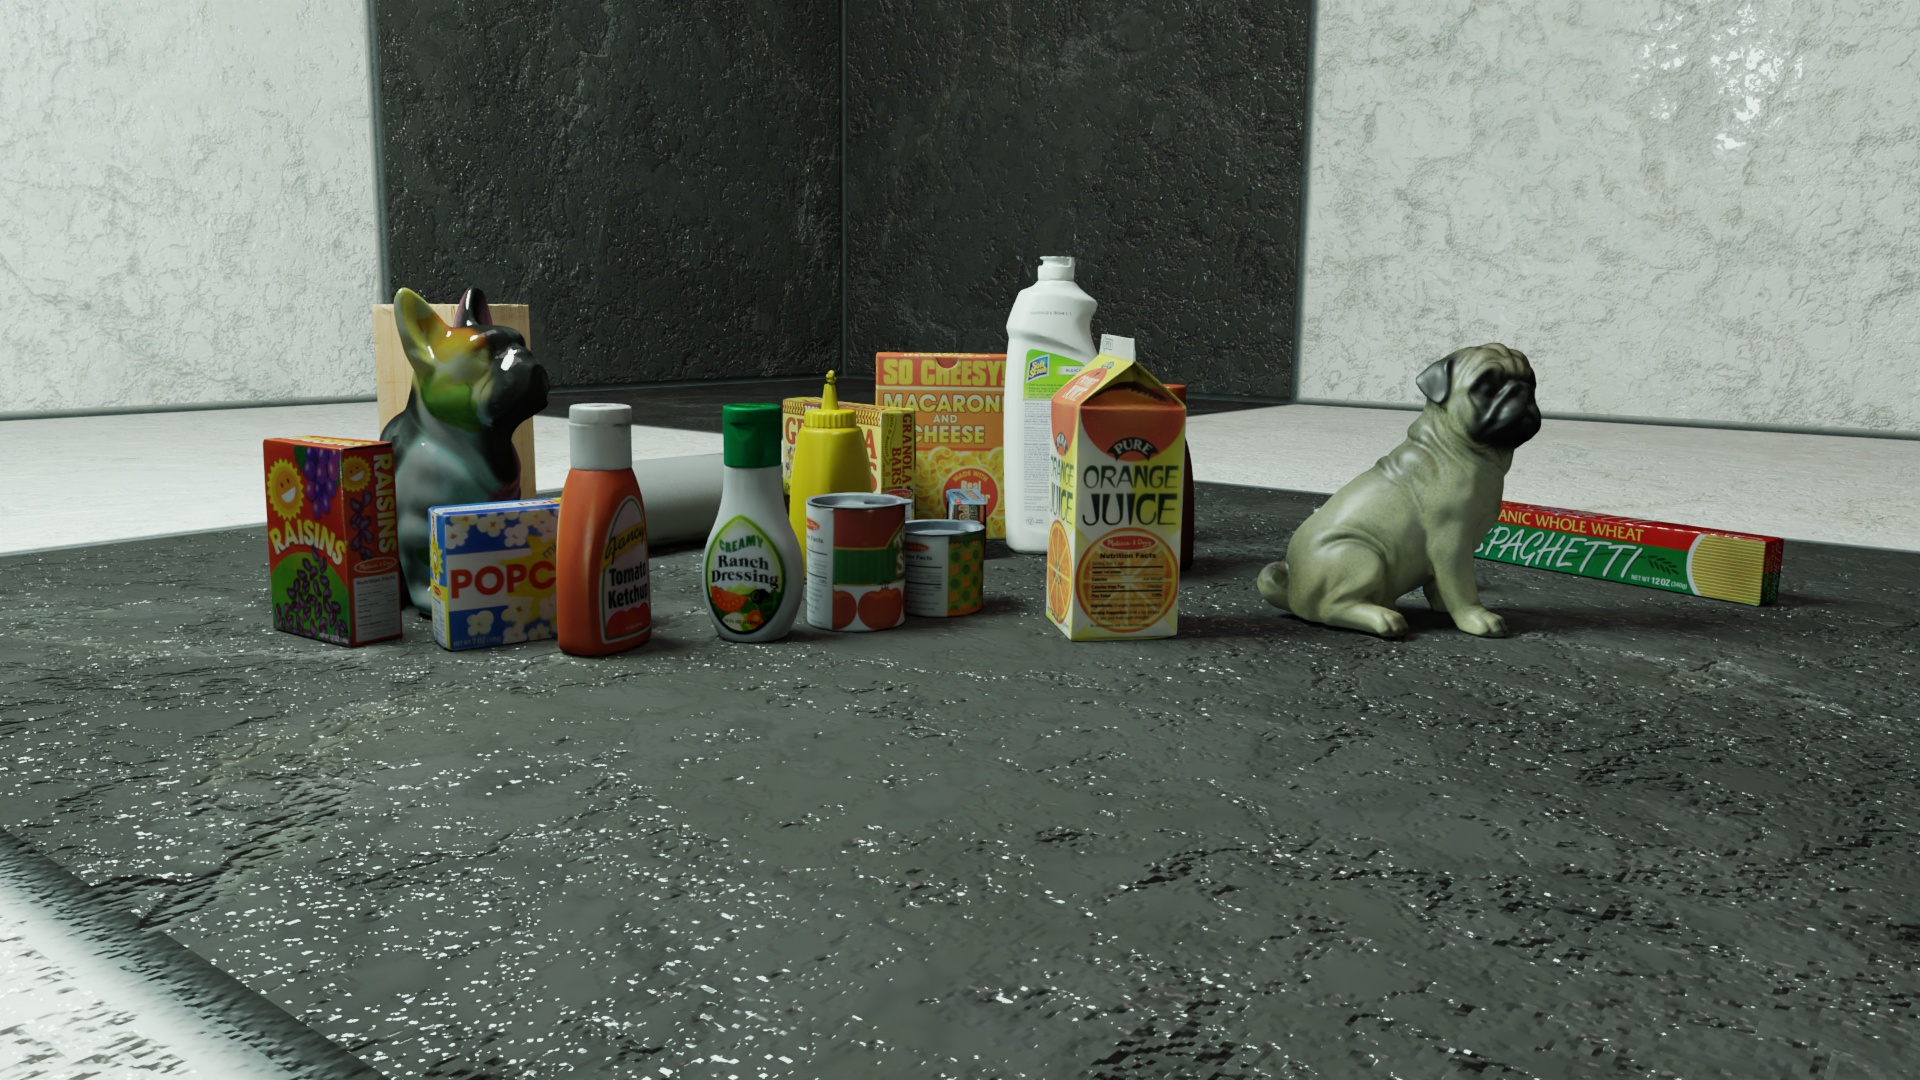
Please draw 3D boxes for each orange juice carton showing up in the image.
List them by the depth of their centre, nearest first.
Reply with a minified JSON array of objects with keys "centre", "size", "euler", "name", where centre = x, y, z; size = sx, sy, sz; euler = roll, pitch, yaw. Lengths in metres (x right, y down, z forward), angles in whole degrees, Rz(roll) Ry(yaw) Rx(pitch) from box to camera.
[{"centre":[0.100,-0.037,0.904],"size":[0.073,0.192,0.072],"euler":[-1,9,-10],"name":"orange juice carton"}]

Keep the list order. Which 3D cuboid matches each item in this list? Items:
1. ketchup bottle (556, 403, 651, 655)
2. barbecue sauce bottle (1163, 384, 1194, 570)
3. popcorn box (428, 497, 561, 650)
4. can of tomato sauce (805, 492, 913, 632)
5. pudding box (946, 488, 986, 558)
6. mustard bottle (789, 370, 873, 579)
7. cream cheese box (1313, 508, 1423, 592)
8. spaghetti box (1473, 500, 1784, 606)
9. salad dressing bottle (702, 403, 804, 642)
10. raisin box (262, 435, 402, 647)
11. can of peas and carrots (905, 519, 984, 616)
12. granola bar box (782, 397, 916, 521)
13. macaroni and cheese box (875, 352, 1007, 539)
[{"centre":[-0.218,-0.008,0.844],"size":[0.043,0.148,0.065],"euler":[5,10,23],"name":"ketchup bottle"},{"centre":[0.162,-0.052,1.128],"size":[0.044,0.148,0.065],"euler":[-6,11,-35],"name":"barbecue sauce bottle"},{"centre":[-0.267,0.018,0.878],"size":[0.127,0.085,0.038],"euler":[-6,11,-35],"name":"popcorn box"},{"centre":[-0.067,0.013,0.923],"size":[0.071,0.083,0.071],"euler":[1,9,0],"name":"can of tomato sauce"},{"centre":[0.004,-0.015,1.191],"size":[0.030,0.049,0.084],"euler":[0,10,-4],"name":"pudding box"},{"centre":[-0.099,-0.050,1.064],"size":[0.049,0.160,0.065],"euler":[9,12,41],"name":"mustard bottle"},{"centre":[0.324,0.006,1.082],"size":[0.024,0.053,0.104],"euler":[-8,13,-44],"name":"cream cheese box"},{"centre":[0.517,0.005,1.109],"size":[0.029,0.050,0.250],"euler":[-6,12,-36],"name":"spaghetti box"},{"centre":[-0.131,-0.012,0.876],"size":[0.064,0.147,0.044],"euler":[3,9,12],"name":"salad dressing bottle"},{"centre":[-0.392,-0.002,0.870],"size":[0.086,0.123,0.040],"euler":[7,11,33],"name":"raisin box"},{"centre":[-0.015,0.018,0.972],"size":[0.071,0.058,0.071],"euler":[1,10,0],"name":"can of peas and carrots"},{"centre":[-0.099,-0.059,1.221],"size":[0.039,0.124,0.165],"euler":[-6,12,-36],"name":"granola bar box"},{"centre":[-0.015,-0.085,1.253],"size":[0.124,0.166,0.040],"euler":[0,9,-6],"name":"macaroni and cheese box"}]
